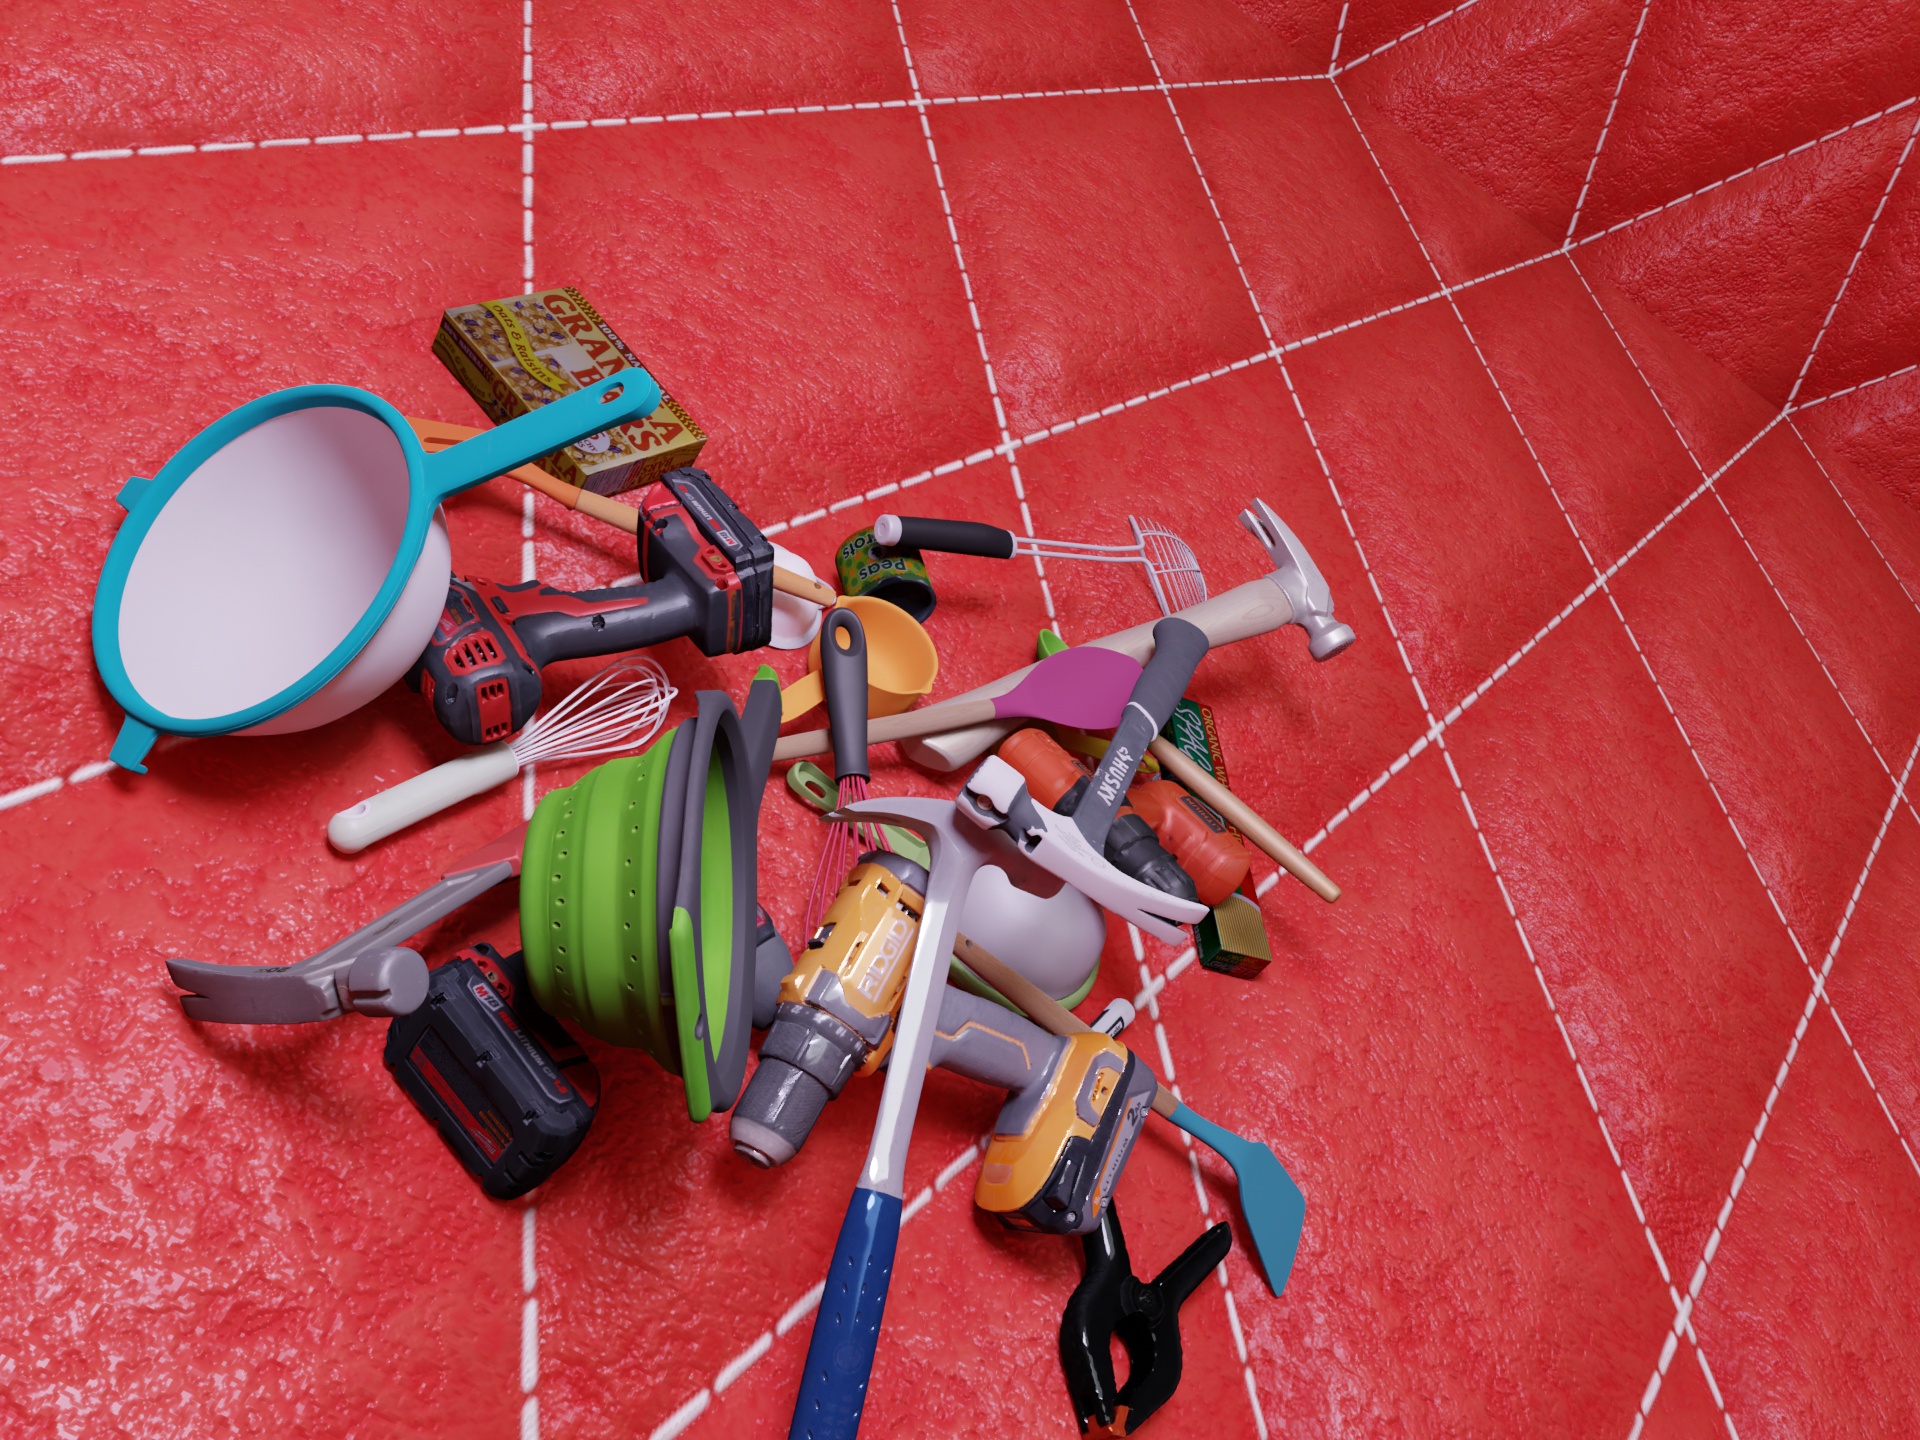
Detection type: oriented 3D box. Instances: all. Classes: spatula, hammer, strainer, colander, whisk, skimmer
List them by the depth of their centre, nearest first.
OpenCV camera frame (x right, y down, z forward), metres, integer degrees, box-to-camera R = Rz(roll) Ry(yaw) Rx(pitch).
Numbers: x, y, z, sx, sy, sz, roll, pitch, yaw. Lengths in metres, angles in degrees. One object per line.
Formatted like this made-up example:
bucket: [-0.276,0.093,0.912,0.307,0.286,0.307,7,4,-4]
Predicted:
hammer: [-0.045,0.230,0.814,0.144,0.035,0.406,23,66,-22]
colander: [-0.158,0.056,0.853,0.094,0.204,0.397,-1,23,0]
strainer: [-0.301,-0.096,0.866,0.095,0.340,0.211,53,18,-59]
hammer: [-0.249,0.071,0.884,0.359,0.149,0.036,-38,120,-59]
whisk: [-0.265,0.021,0.947,0.058,0.059,0.246,11,29,38]
whisk: [-0.068,0.056,1.016,0.073,0.073,0.296,11,59,-30]
spatula: [0.109,0.241,1.025,0.317,0.044,0.082,39,42,-4]
hammer: [0.118,0.011,1.028,0.149,0.036,0.409,37,27,1]
strainer: [0.003,0.090,1.066,0.256,0.069,0.152,35,41,-9]
spatula: [-0.239,-0.135,1.081,0.322,0.041,0.081,21,45,-14]
strainer: [-0.182,-0.087,1.109,0.258,0.050,0.087,-9,75,-38]
hammer: [0.124,-0.060,1.224,0.410,0.038,0.146,-21,74,-30]
skimmer: [0.068,-0.119,1.279,0.363,0.090,0.127,1,61,-39]

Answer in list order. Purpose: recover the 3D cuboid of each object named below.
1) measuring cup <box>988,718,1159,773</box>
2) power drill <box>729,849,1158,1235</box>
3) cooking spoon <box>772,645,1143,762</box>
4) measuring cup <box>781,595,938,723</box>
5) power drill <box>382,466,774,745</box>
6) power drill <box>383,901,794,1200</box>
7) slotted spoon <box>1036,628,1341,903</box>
measuring cup: [0.086,0.025,1.222,0.156,0.029,0.062,16,46,-30]
power drill: [-0.012,0.209,0.903,0.226,0.084,0.185,41,60,-18]
cooking spoon: [-0.002,-0.004,1.110,0.318,0.017,0.069,-11,66,-27]
measuring cup: [-0.089,-0.023,1.113,0.095,0.052,0.173,46,43,7]
power drill: [-0.248,-0.085,0.984,0.226,0.080,0.188,-21,50,-29]
power drill: [-0.183,0.154,0.866,0.143,0.078,0.219,48,38,9]
slotted spoon: [0.167,0.034,1.221,0.314,0.031,0.070,42,14,24]
